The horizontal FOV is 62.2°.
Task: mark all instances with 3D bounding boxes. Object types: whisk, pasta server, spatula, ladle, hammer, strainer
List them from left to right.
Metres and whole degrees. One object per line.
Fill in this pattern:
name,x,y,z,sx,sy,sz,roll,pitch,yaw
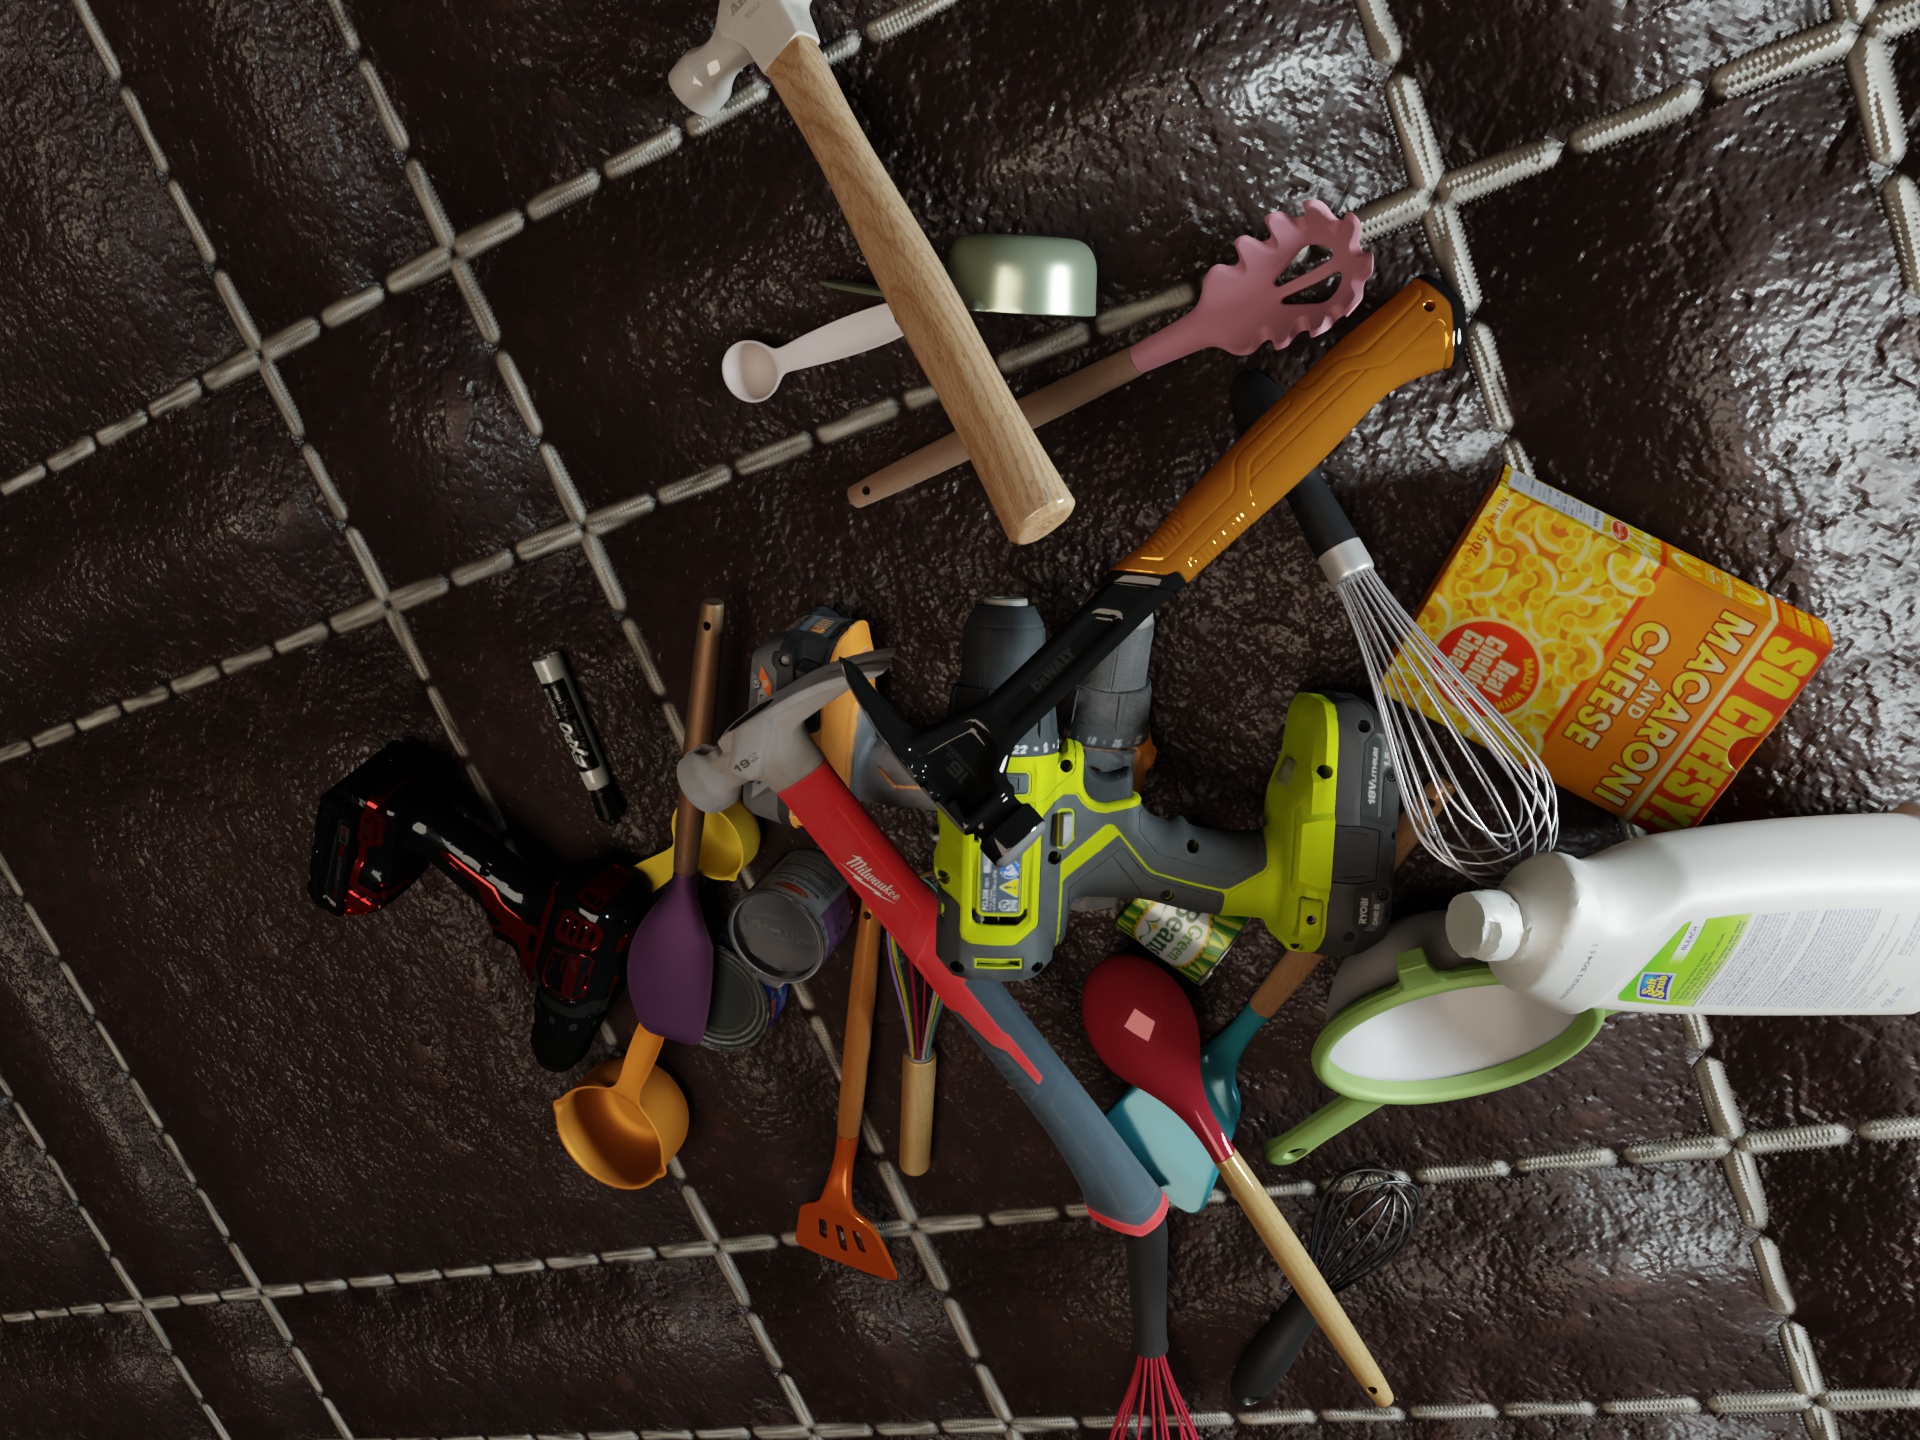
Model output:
spatula,-0.172,0.071,0.992,0.060,0.018,0.315,15,115,9
spatula,-0.070,0.253,1.071,0.081,0.041,0.322,14,113,17
hammer,-0.032,-0.231,0.758,0.130,0.031,0.331,-37,72,33
whisk,-0.029,0.197,1.016,0.051,0.047,0.244,12,120,16
hammer,0.012,0.138,0.893,0.143,0.038,0.386,-31,105,24
pasta server,0.064,-0.173,0.812,0.316,0.040,0.060,-21,91,30
whisk,0.125,0.428,1.045,0.073,0.073,0.295,3,108,22
hammer,0.099,-0.088,0.749,0.337,0.034,0.127,-43,80,3
ladle,0.166,0.274,0.926,0.069,0.031,0.315,-30,97,28
spatula,0.184,0.153,0.904,0.082,0.044,0.317,34,120,7
whisk,0.216,0.354,0.981,0.055,0.055,0.238,27,124,10
whisk,0.199,-0.047,0.759,0.070,0.070,0.285,-34,75,31
strainer,0.236,0.173,0.883,0.151,0.069,0.256,10,142,-20

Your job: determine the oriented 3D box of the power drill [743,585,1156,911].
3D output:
power drill,-0.001,-0.003,0.894,0.226,0.084,0.185,13,116,13

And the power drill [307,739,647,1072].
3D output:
power drill,-0.329,0.136,1.095,0.227,0.080,0.187,29,127,6

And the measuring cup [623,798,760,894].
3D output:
measuring cup,-0.185,0.089,1.049,0.156,0.029,0.062,-30,96,43

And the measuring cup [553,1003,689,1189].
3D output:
measuring cup,-0.222,0.250,1.117,0.095,0.052,0.173,29,119,8

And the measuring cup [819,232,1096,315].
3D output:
measuring cup,-0.006,-0.230,0.806,0.168,0.083,0.038,17,111,33

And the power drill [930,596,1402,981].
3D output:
power drill,0.099,0.035,0.811,0.228,0.080,0.190,2,97,-3

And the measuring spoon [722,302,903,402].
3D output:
measuring spoon,-0.074,-0.206,0.871,0.124,0.018,0.034,-14,107,21
